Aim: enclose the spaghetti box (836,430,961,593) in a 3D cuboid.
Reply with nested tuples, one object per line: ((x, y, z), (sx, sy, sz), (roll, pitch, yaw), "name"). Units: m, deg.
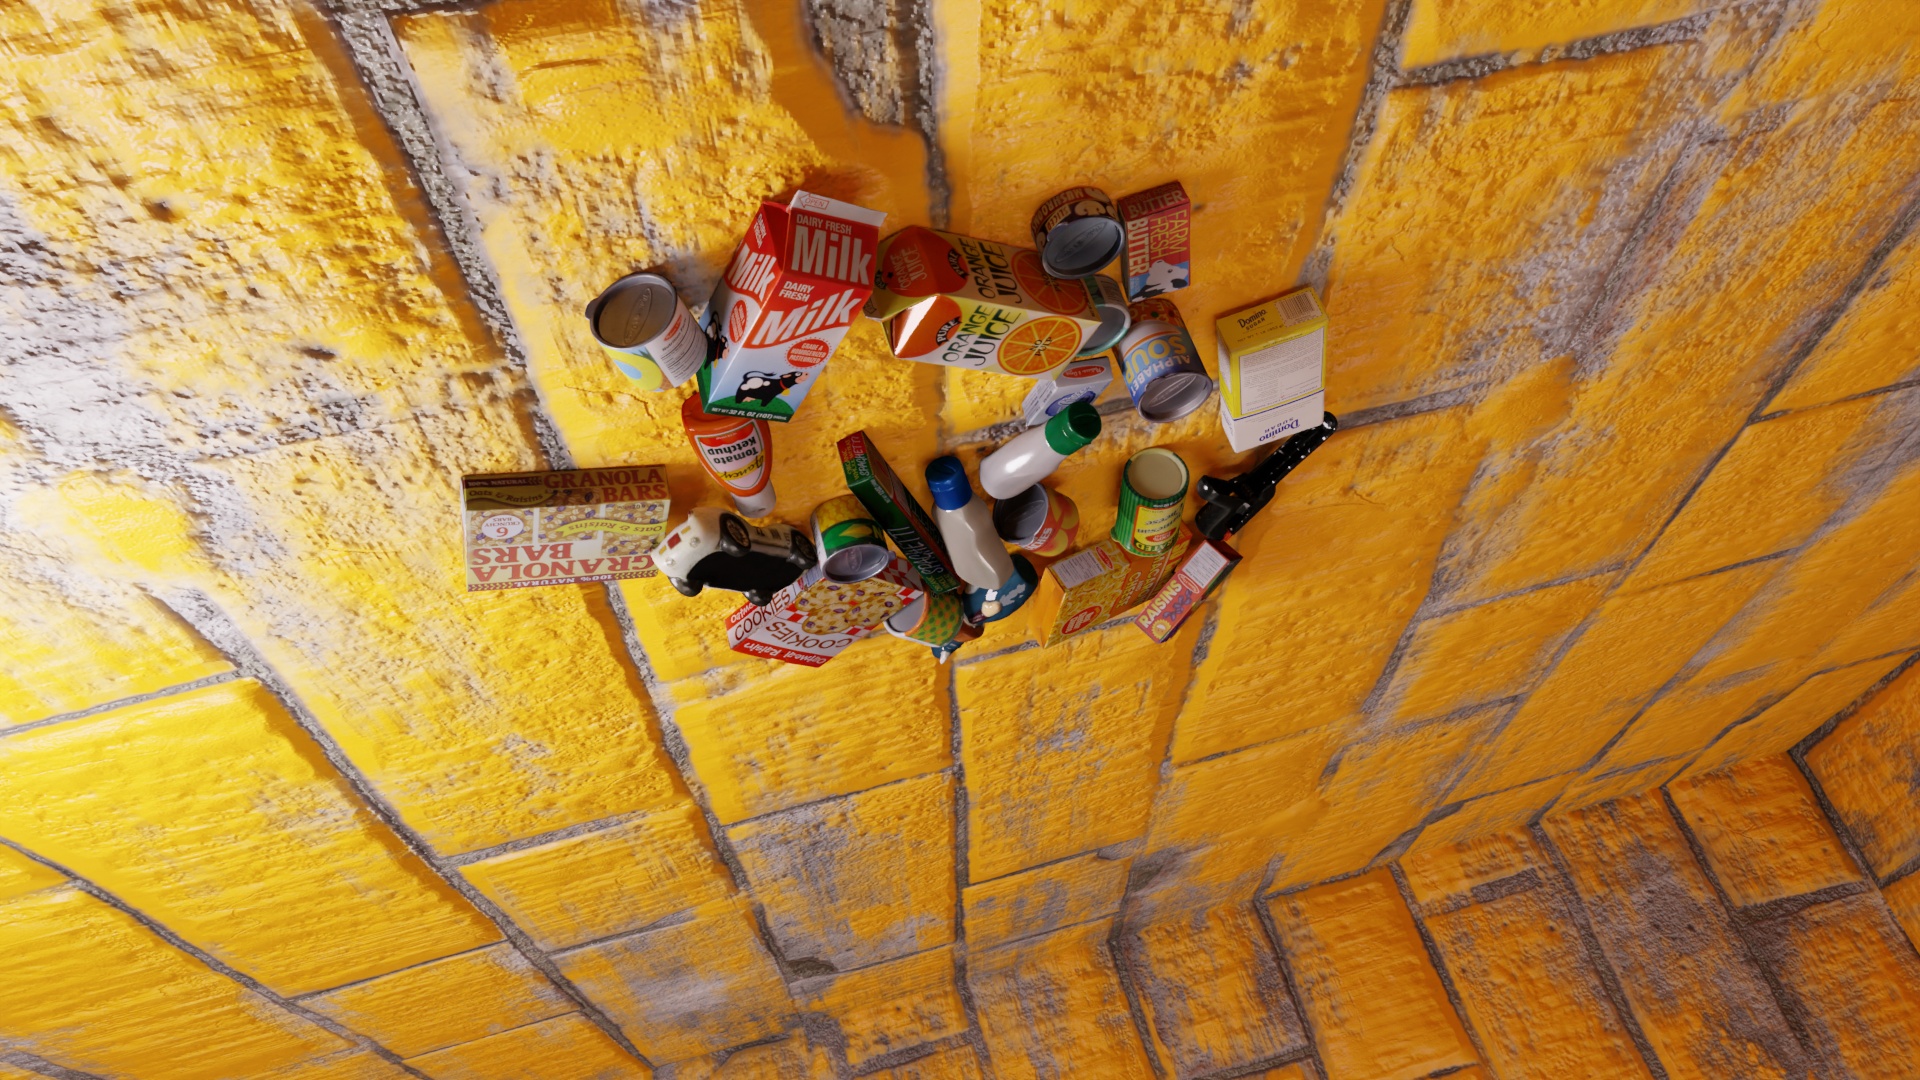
((-0.053, -0.020, 1.307), (0.028, 0.050, 0.249), (-21, 150, 9), "spaghetti box")

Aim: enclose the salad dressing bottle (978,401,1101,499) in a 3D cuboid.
((0.071, -0.080, 1.239), (0.064, 0.044, 0.147), (-12, 169, -33), "salad dressing bottle")

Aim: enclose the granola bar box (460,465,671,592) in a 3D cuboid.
((-0.338, -0.009, 1.187), (0.166, 0.039, 0.123), (-4, 147, -21), "granola bar box")

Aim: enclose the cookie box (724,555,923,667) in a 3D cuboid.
((-0.140, 0.068, 1.415), (0.167, 0.040, 0.123), (-36, 145, 29), "cookie box")

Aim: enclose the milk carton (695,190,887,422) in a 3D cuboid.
((-0.124, -0.173, 0.995), (0.072, 0.074, 0.189), (6, 142, -34), "milk carton")

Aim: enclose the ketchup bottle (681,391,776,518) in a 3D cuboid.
((-0.186, -0.071, 1.161), (0.065, 0.044, 0.148), (-16, 150, -4), "ketchup bottle")

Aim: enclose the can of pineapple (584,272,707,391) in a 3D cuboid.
((-0.223, -0.149, 0.993), (0.071, 0.071, 0.057), (-20, 150, 4), "can of pineapple")

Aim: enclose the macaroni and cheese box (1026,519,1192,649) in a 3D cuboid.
((0.160, 0.044, 1.495), (0.167, 0.040, 0.123), (-23, 153, -22), "macaroni and cheese box")

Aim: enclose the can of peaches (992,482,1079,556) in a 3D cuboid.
((0.075, -0.020, 1.355), (0.071, 0.071, 0.058), (-34, 147, 25), "can of peaches")

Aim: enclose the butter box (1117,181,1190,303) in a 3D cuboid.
((0.153, -0.233, 1.093), (0.053, 0.024, 0.103), (-17, 150, -1), "butter box")

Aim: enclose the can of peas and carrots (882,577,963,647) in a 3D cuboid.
((-0.039, 0.072, 1.453), (0.070, 0.071, 0.059), (-36, 145, 28), "can of peas and carrots")

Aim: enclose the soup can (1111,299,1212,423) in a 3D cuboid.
((0.166, -0.153, 1.171), (0.071, 0.084, 0.071), (-13, 149, -8), "soup can")

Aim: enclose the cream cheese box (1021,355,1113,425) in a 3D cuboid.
((0.091, -0.129, 1.200), (0.053, 0.024, 0.103), (-9, 169, -13), "cream cheese box")

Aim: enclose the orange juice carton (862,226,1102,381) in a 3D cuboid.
((0.003, -0.180, 1.053), (0.193, 0.072, 0.072), (4, 143, -33), "orange juice carton")

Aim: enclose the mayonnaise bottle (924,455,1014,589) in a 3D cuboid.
((0.005, -0.017, 1.319), (0.041, 0.065, 0.147), (-49, 140, -25), "mayonnaise bottle")

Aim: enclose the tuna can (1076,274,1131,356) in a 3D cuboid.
((0.103, -0.182, 1.140), (0.071, 0.033, 0.070), (-13, 149, -8), "tuna can")

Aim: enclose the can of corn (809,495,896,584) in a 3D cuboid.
((-0.102, -0.002, 1.303), (0.071, 0.058, 0.070), (-13, 149, -8), "can of corn")

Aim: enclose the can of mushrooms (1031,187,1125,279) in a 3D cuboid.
((0.087, -0.233, 1.049), (0.071, 0.033, 0.070), (-13, 150, -8), "can of mushrooms")

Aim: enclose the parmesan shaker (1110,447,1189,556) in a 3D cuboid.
((0.189, -0.037, 1.391), (0.071, 0.071, 0.102), (-14, 149, -7), "parmesan shaker")

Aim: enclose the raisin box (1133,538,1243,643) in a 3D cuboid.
((0.253, 0.055, 1.537), (0.123, 0.040, 0.086), (-51, 166, 15), "raisin box")
